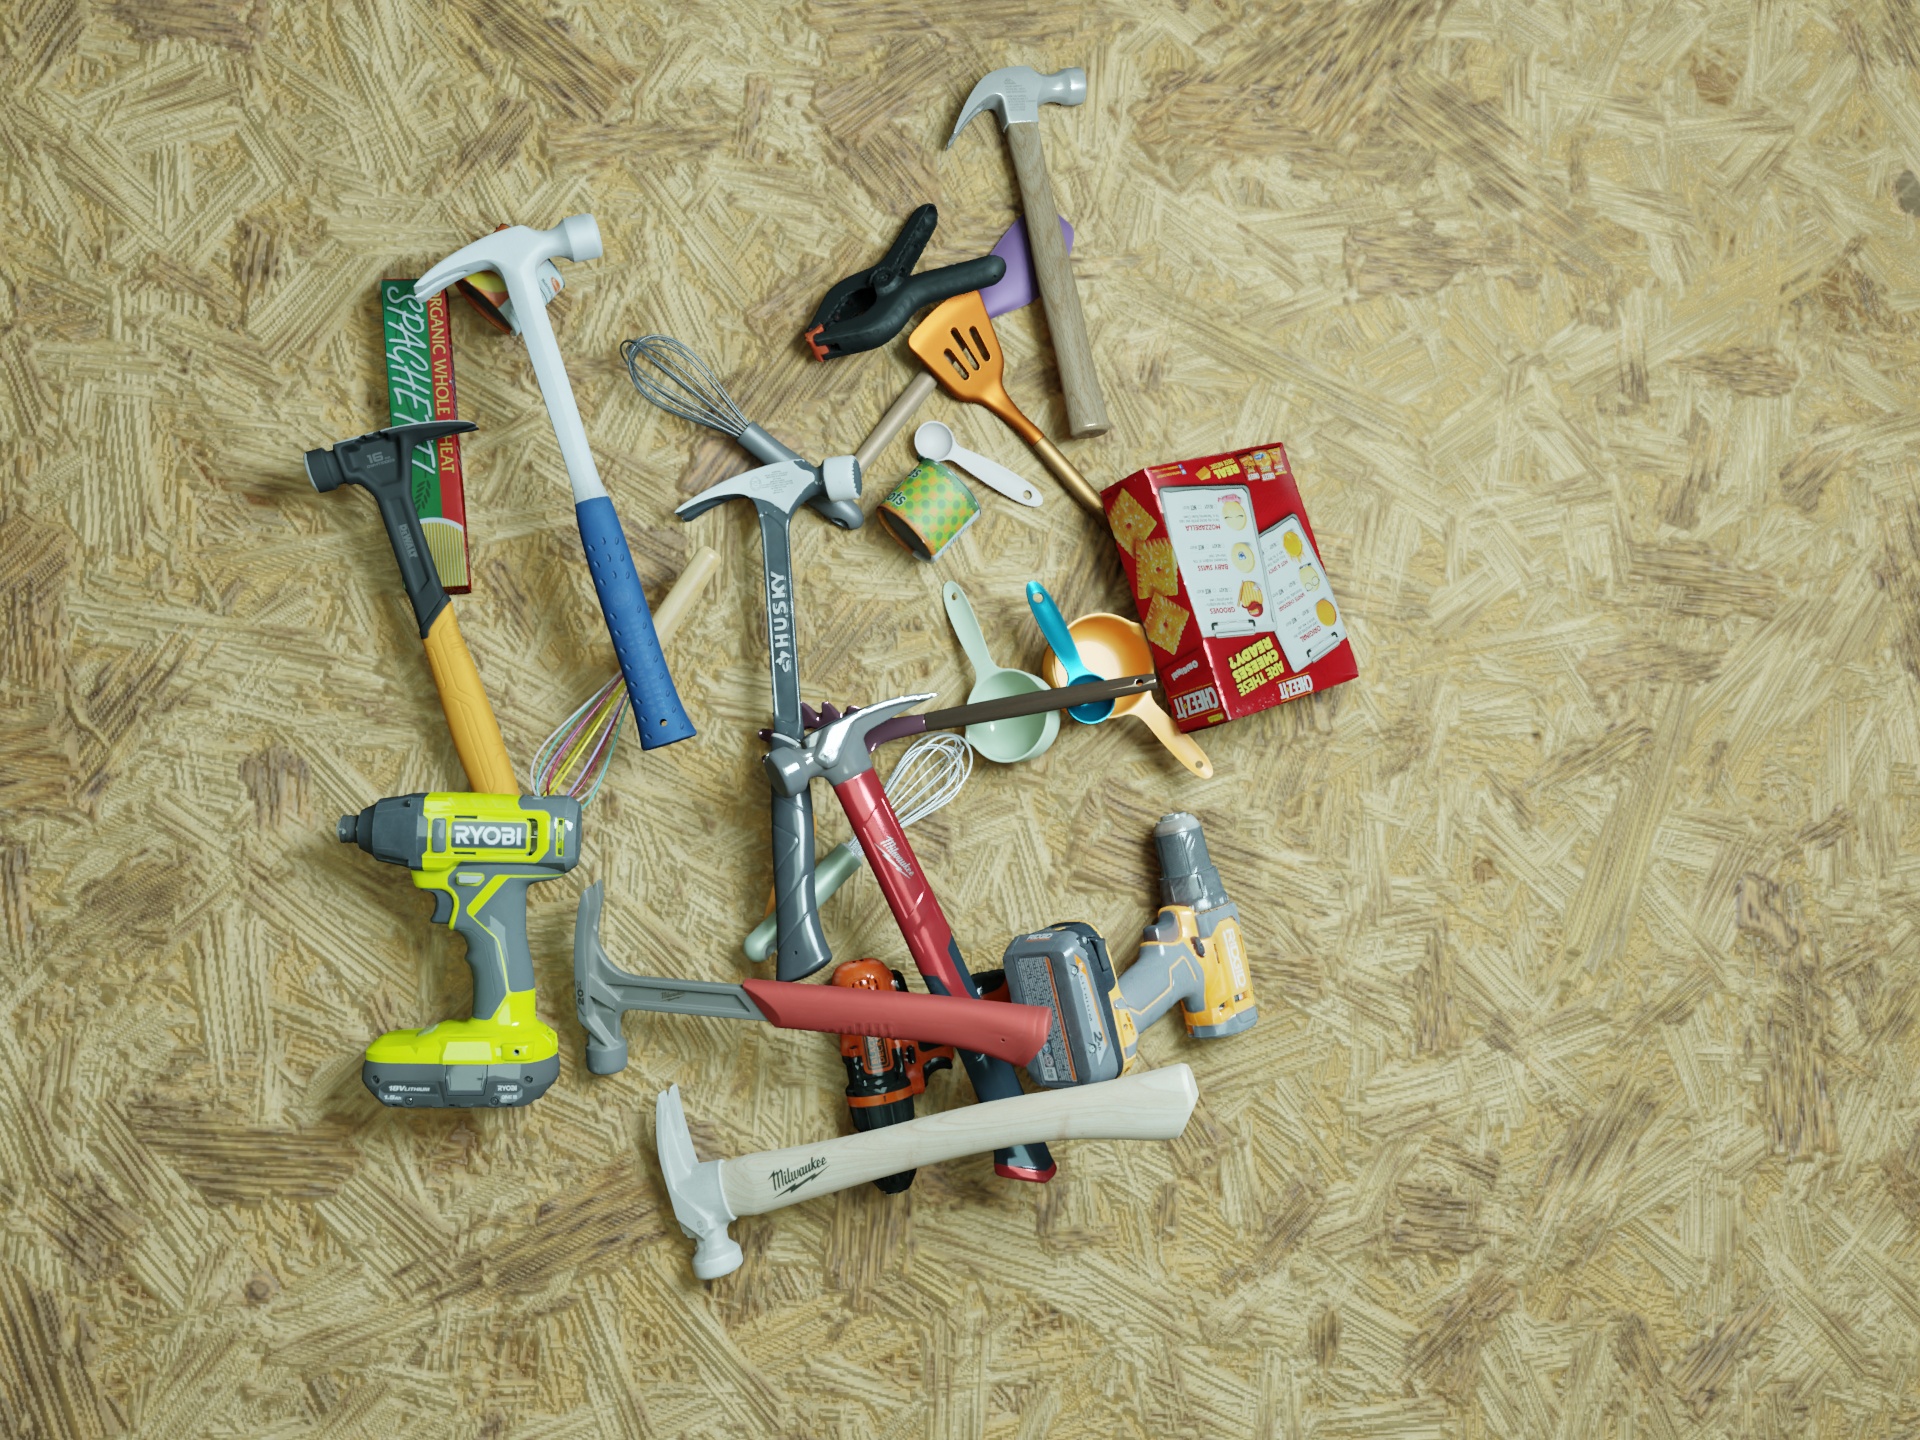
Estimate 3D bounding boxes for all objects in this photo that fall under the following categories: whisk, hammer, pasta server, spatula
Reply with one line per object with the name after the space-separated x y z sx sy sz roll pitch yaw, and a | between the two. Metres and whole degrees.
-0.175 -0.231 1.288 0.239 0.055 0.055 38 78 -11 | whisk
-0.286 -0.174 1.195 0.144 0.035 0.405 -18 89 -14 | hammer
-0.112 0.203 1.177 0.359 0.037 0.149 3 103 10 | hammer
-0.382 -0.057 1.206 0.127 0.034 0.337 -17 96 -10 | hammer
-0.140 -0.002 1.240 0.149 0.036 0.409 -5 81 8 | hammer
-0.006 0.171 1.216 0.143 0.038 0.386 -27 95 -22 | hammer
0.073 -0.398 1.348 0.130 0.031 0.331 -9 81 -14 | hammer
-0.002 -0.004 1.256 0.316 0.040 0.060 -10 81 8 | pasta server
-0.030 0.302 1.172 0.410 0.038 0.146 -16 89 14 | hammer
-0.082 0.100 1.268 0.059 0.057 0.246 37 74 30 | whisk
0.084 -0.219 1.341 0.081 0.041 0.322 -44 95 -14 | spatula
-0.004 -0.314 1.344 0.059 0.018 0.316 39 77 -5 | spatula
-0.257 -0.029 1.227 0.051 0.047 0.245 33 87 14 | whisk

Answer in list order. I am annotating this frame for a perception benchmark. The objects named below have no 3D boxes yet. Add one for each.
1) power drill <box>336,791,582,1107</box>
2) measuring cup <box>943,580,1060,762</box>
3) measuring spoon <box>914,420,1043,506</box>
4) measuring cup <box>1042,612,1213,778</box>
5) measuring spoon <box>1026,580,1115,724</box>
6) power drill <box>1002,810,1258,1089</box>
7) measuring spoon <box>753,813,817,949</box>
-0.371 0.164 1.170 0.171 0.080 0.223 2 91 -8 | power drill
0.028 -0.042 1.312 0.083 0.038 0.168 -32 69 23 | measuring cup
0.015 -0.212 1.342 0.124 0.018 0.034 28 80 -15 | measuring spoon
0.141 -0.013 1.327 0.173 0.052 0.095 45 77 -6 | measuring cup
0.083 -0.054 1.286 0.042 0.021 0.129 -24 80 -13 | measuring spoon
0.139 0.179 1.256 0.226 0.084 0.185 -12 88 -42 | power drill
-0.141 0.128 1.274 0.021 0.011 0.117 24 76 -17 | measuring spoon
